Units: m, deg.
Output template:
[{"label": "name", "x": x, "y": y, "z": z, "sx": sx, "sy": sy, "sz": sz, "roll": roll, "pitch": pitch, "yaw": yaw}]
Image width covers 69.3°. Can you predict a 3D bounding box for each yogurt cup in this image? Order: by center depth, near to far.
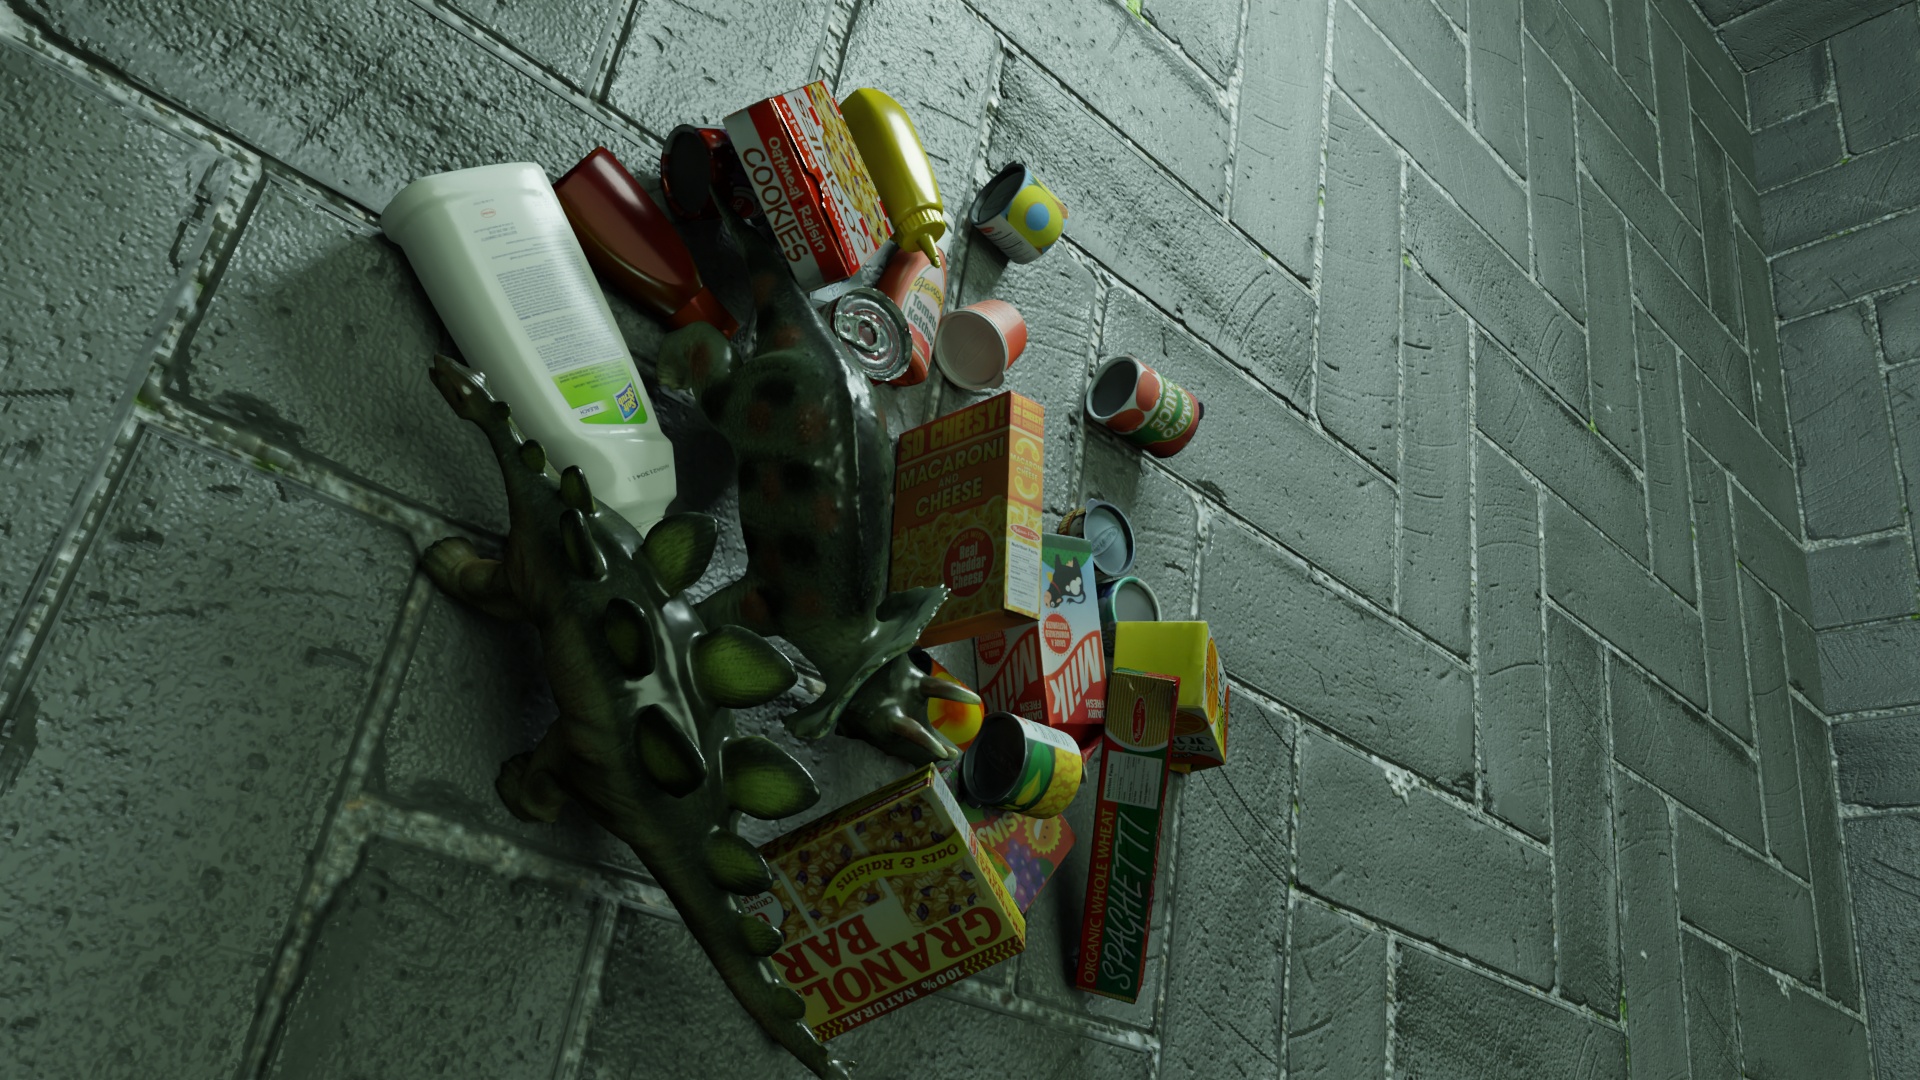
[{"label": "yogurt cup", "x": 0.019, "y": -0.162, "z": 1.127, "sx": 0.072, "sy": 0.072, "sz": 0.054, "roll": 61, "pitch": 38, "yaw": -10}]

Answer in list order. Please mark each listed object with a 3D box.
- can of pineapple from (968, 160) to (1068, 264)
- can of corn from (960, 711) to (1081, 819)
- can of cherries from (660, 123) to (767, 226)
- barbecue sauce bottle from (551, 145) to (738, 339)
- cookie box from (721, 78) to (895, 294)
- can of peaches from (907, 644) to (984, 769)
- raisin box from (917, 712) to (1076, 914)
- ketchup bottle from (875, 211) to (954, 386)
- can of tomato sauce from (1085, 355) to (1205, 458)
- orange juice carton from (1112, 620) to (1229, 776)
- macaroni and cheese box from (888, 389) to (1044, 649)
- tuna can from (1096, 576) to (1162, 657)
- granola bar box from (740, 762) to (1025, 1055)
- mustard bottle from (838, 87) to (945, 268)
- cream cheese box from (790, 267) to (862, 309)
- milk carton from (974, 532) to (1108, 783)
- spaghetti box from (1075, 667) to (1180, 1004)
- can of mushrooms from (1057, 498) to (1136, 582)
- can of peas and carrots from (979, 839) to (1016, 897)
[{"label": "can of pineapple", "x": 0.051, "y": -0.281, "z": 1.193, "sx": 0.058, "sy": 0.071, "sz": 0.071, "roll": 37, "pitch": 54, "yaw": -30}, {"label": "can of corn", "x": 0.042, "y": 0.162, "z": 0.984, "sx": 0.058, "sy": 0.071, "sz": 0.071, "roll": 23, "pitch": 62, "yaw": -36}, {"label": "can of cherries", "x": -0.169, "y": -0.257, "z": 0.978, "sx": 0.058, "sy": 0.071, "sz": 0.071, "roll": -14, "pitch": 87, "yaw": -45}, {"label": "barbecue sauce bottle", "x": -0.211, "y": -0.188, "z": 0.933, "sx": 0.148, "sy": 0.043, "sz": 0.065, "roll": 48, "pitch": 50, "yaw": -22}, {"label": "cookie box", "x": -0.099, "y": -0.249, "z": 0.960, "sx": 0.168, "sy": 0.040, "sz": 0.122, "roll": -72, "pitch": 139, "yaw": -67}, {"label": "can of peaches", "x": -0.025, "y": 0.119, "z": 0.989, "sx": 0.058, "sy": 0.071, "sz": 0.071, "roll": 43, "pitch": 52, "yaw": -26}, {"label": "raisin box", "x": 0.023, "y": 0.203, "z": 1.025, "sx": 0.123, "sy": 0.040, "sz": 0.086, "roll": 56, "pitch": 46, "yaw": -12}, {"label": "ketchup bottle", "x": -0.038, "y": -0.197, "z": 1.096, "sx": 0.064, "sy": 0.043, "sz": 0.149, "roll": 48, "pitch": 46, "yaw": -46}, {"label": "can of tomato sauce", "x": 0.165, "y": -0.120, "z": 1.244, "sx": 0.083, "sy": 0.071, "sz": 0.071, "roll": 26, "pitch": 60, "yaw": -35}, {"label": "orange juice carton", "x": 0.178, "y": 0.134, "z": 1.140, "sx": 0.192, "sy": 0.073, "sz": 0.072, "roll": 57, "pitch": 36, "yaw": -59}, {"label": "macaroni and cheese box", "x": 0.004, "y": -0.013, "z": 1.020, "sx": 0.040, "sy": 0.123, "sz": 0.167, "roll": 22, "pitch": 62, "yaw": -40}, {"label": "tuna can", "x": 0.138, "y": 0.066, "z": 1.183, "sx": 0.071, "sy": 0.032, "sz": 0.071, "roll": 16, "pitch": 65, "yaw": -39}, {"label": "granola bar box", "x": -0.060, "y": 0.228, "z": 0.859, "sx": 0.124, "sy": 0.165, "sz": 0.039, "roll": 61, "pitch": 9, "yaw": -10}, {"label": "mustard bottle", "x": -0.049, "y": -0.273, "z": 1.077, "sx": 0.049, "sy": 0.065, "sz": 0.160, "roll": -7, "pitch": 65, "yaw": -47}, {"label": "cream cheese box", "x": -0.104, "y": -0.222, "z": 1.057, "sx": 0.053, "sy": 0.024, "sz": 0.104, "roll": 3, "pitch": 74, "yaw": -44}, {"label": "milk carton", "x": 0.062, "y": 0.095, "z": 1.074, "sx": 0.073, "sy": 0.072, "sz": 0.191, "roll": 8, "pitch": 71, "yaw": -43}, {"label": "spaghetti box", "x": 0.125, "y": 0.221, "z": 1.043, "sx": 0.029, "sy": 0.050, "sz": 0.249, "roll": -15, "pitch": 111, "yaw": -71}, {"label": "can of mushrooms", "x": 0.115, "y": 0.000, "z": 1.184, "sx": 0.071, "sy": 0.033, "sz": 0.071, "roll": 15, "pitch": 67, "yaw": -39}, {"label": "can of peas and carrots", "x": -0.005, "y": 0.246, "z": 0.968, "sx": 0.071, "sy": 0.070, "sz": 0.059, "roll": 57, "pitch": 46, "yaw": -14}]
